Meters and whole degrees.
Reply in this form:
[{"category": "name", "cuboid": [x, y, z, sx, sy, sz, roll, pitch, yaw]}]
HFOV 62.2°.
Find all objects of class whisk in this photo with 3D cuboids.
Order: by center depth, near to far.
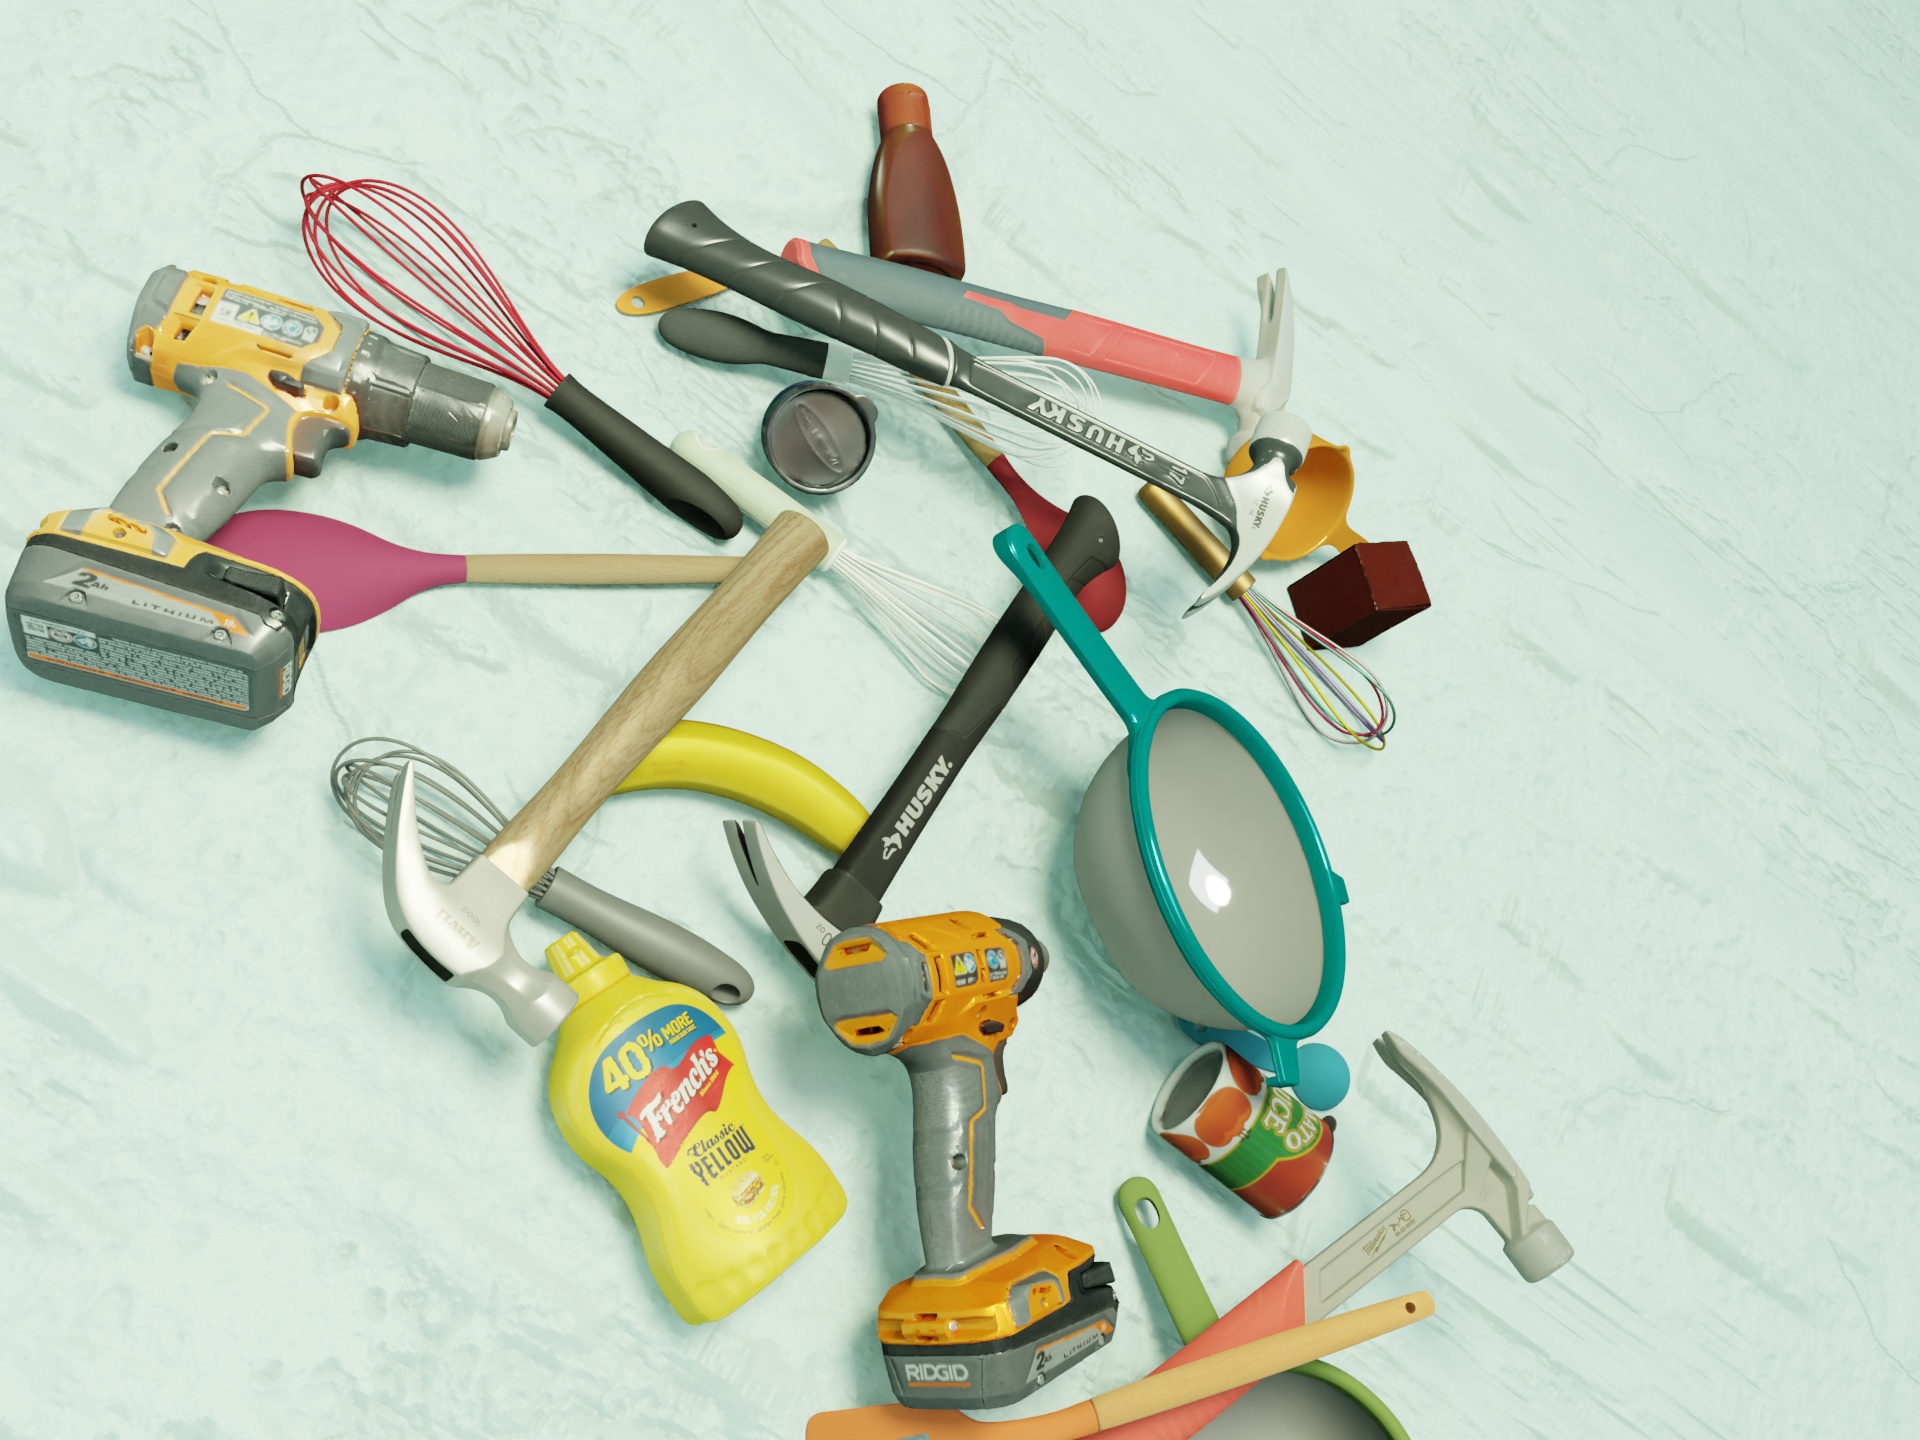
[{"category": "whisk", "cuboid": [-0.203, 0.081, 0.795, 0.238, 0.055, 0.055, 33, 57, -18]}, {"category": "whisk", "cuboid": [-0.241, -0.197, 0.885, 0.295, 0.073, 0.073, 38, 56, -16]}, {"category": "whisk", "cuboid": [-0.069, -0.093, 0.946, 0.246, 0.059, 0.058, 36, 20, -7]}, {"category": "whisk", "cuboid": [-0.045, -0.214, 0.984, 0.284, 0.070, 0.070, 10, 64, -12]}, {"category": "whisk", "cuboid": [0.210, -0.072, 1.090, 0.245, 0.051, 0.047, 47, 61, 0]}]

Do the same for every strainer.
[{"category": "strainer", "cuboid": [0.145, 0.374, 0.859, 0.151, 0.069, 0.257, -20, 61, -11]}, {"category": "strainer", "cuboid": [0.095, 0.044, 0.919, 0.340, 0.095, 0.211, 54, 35, -13]}]

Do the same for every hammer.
[{"category": "hammer", "cuboid": [-0.164, -0.003, 0.807, 0.130, 0.031, 0.331, 44, 51, -12]}, {"category": "hammer", "cuboid": [0.142, 0.316, 0.827, 0.359, 0.036, 0.149, -31, 69, -17]}, {"category": "hammer", "cuboid": [-0.001, -0.003, 0.897, 0.146, 0.035, 0.335, 47, 62, -26]}, {"category": "hammer", "cuboid": [0.006, -0.198, 0.937, 0.409, 0.036, 0.149, 25, 65, -4]}, {"category": "hammer", "cuboid": [0.064, -0.274, 1.061, 0.386, 0.038, 0.143, 7, 86, -28]}]

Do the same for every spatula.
[{"category": "spatula", "cuboid": [0.086, 0.335, 0.784, 0.322, 0.041, 0.081, -12, 63, -14]}]

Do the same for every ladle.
[{"category": "ladle", "cuboid": [0.007, -0.190, 1.038, 0.069, 0.031, 0.315, -38, 88, -35]}]

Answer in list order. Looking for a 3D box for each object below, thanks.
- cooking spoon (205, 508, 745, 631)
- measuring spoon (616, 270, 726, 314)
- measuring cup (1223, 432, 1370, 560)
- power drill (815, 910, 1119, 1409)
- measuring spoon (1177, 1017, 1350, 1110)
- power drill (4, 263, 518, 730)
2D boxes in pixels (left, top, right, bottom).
[{"category": "cooking spoon", "cuboid": [-0.242, -0.082, 0.858, 0.318, 0.017, 0.069, -3, 71, -29]}, {"category": "measuring spoon", "cuboid": [-0.163, -0.270, 0.989, 0.117, 0.011, 0.021, -26, 84, -31]}, {"category": "measuring cup", "cuboid": [0.250, -0.147, 1.137, 0.173, 0.095, 0.052, 28, 12, -45]}, {"category": "power drill", "cuboid": [0.012, 0.209, 0.807, 0.164, 0.084, 0.226, 1, 76, -56]}, {"category": "measuring spoon", "cuboid": [0.190, 0.202, 0.972, 0.128, 0.021, 0.042, 25, 59, -19]}, {"category": "power drill", "cuboid": [-0.329, -0.110, 0.771, 0.185, 0.084, 0.226, 15, 55, -14]}]
